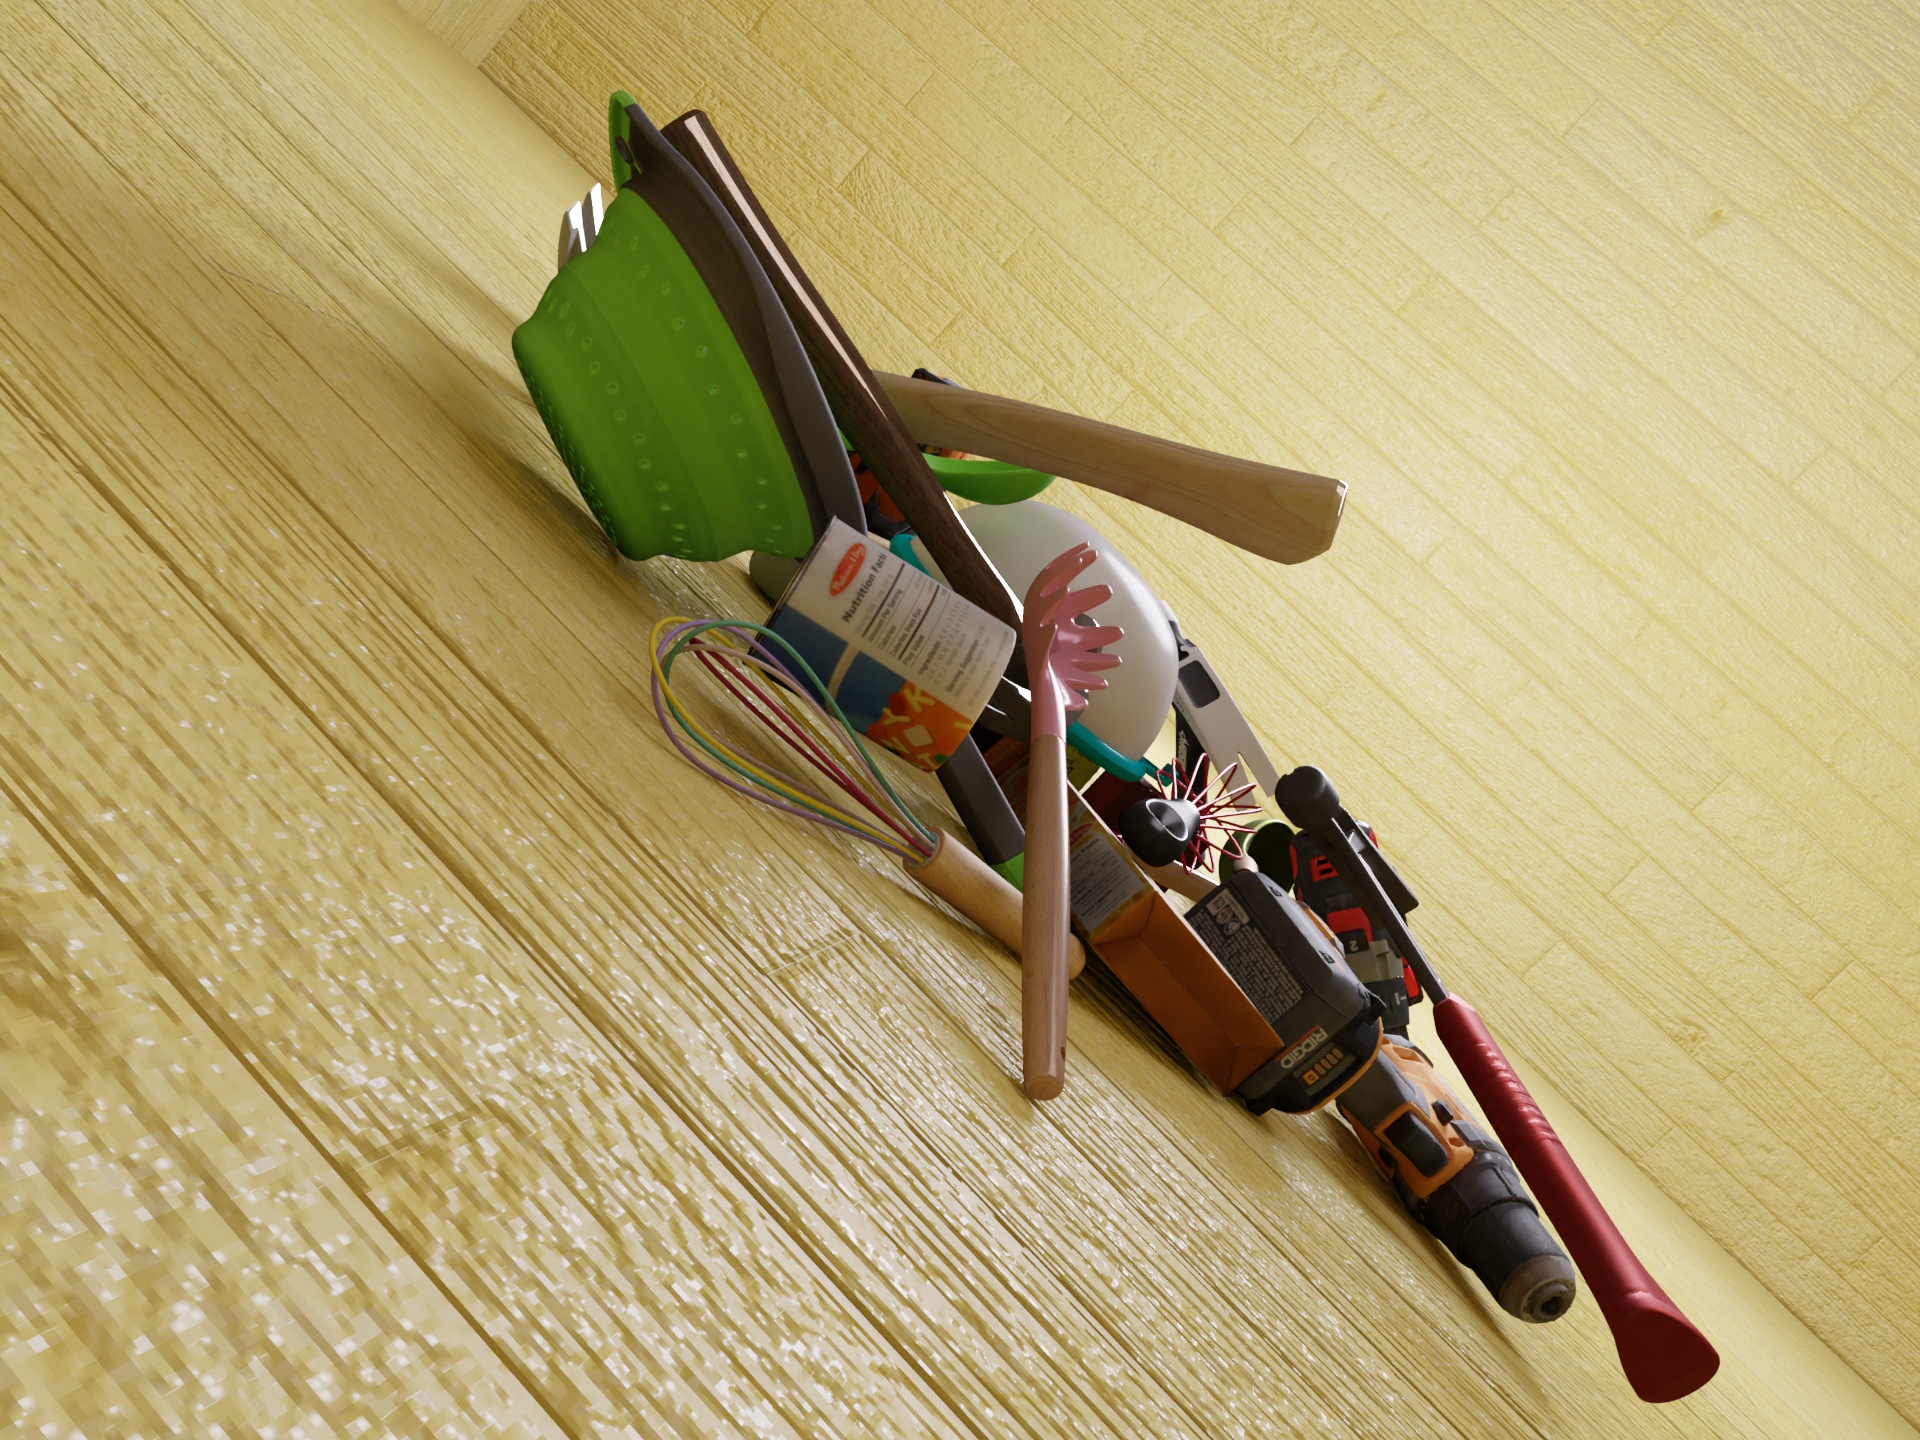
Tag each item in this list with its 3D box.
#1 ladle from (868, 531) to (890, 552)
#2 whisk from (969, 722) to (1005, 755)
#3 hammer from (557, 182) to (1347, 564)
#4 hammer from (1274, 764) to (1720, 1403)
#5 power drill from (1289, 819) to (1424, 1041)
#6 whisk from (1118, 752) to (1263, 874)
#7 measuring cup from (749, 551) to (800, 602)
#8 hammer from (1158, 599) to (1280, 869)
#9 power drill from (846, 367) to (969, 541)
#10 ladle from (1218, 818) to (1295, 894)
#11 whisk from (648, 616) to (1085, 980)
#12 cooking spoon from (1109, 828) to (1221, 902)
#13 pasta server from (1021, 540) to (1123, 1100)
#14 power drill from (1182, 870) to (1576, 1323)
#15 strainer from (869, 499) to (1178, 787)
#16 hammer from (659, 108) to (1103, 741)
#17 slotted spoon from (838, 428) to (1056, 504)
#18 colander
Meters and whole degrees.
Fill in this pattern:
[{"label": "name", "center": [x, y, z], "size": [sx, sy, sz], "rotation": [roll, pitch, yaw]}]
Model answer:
[{"label": "ladle", "center": [-0.054, -0.115, 1.067], "size": [0.315, 0.069, 0.031], "rotation": [21, 14, -29]}, {"label": "whisk", "center": [0.000, -0.003, 0.920], "size": [0.238, 0.055, 0.055], "rotation": [42, 6, -44]}, {"label": "hammer", "center": [-0.012, -0.159, 0.793], "size": [0.411, 0.038, 0.146], "rotation": [16, -41, 14]}, {"label": "hammer", "center": [0.261, 0.172, 0.795], "size": [0.149, 0.036, 0.359], "rotation": [47, 14, -35]}, {"label": "power drill", "center": [0.282, 0.173, 1.119], "size": [0.226, 0.080, 0.188], "rotation": [34, 45, -72]}, {"label": "whisk", "center": [0.118, 0.052, 0.840], "size": [0.073, 0.073, 0.295], "rotation": [45, 10, 11]}, {"label": "measuring cup", "center": [-0.117, -0.102, 0.920], "size": [0.168, 0.038, 0.083], "rotation": [36, 5, 25]}, {"label": "hammer", "center": [0.170, 0.046, 1.155], "size": [0.146, 0.035, 0.334], "rotation": [59, -6, 23]}, {"label": "power drill", "center": [-0.113, -0.199, 1.085], "size": [0.226, 0.164, 0.084], "rotation": [28, 11, -12]}, {"label": "ladle", "center": [0.212, 0.107, 1.122], "size": [0.062, 0.078, 0.320], "rotation": [17, 0, 10]}, {"label": "whisk", "center": [-0.027, 0.035, 0.604], "size": [0.244, 0.051, 0.047], "rotation": [41, 2, -36]}, {"label": "cooking spoon", "center": [0.110, 0.084, 0.944], "size": [0.318, 0.017, 0.069], "rotation": [27, 11, -28]}, {"label": "pasta server", "center": [0.042, 0.026, 0.644], "size": [0.316, 0.040, 0.060], "rotation": [-85, 154, -54]}, {"label": "power drill", "center": [0.213, 0.197, 0.811], "size": [0.226, 0.084, 0.186], "rotation": [44, 8, -29]}, {"label": "strainer", "center": [0.036, -0.081, 0.909], "size": [0.211, 0.095, 0.340], "rotation": [49, 10, 26]}, {"label": "hammer", "center": [-0.037, -0.129, 0.741], "size": [0.331, 0.031, 0.130], "rotation": [55, 30, -17]}, {"label": "slotted spoon", "center": [-0.096, -0.167, 0.897], "size": [0.314, 0.031, 0.070], "rotation": [16, 18, 11]}, {"label": "colander", "center": [-0.089, -0.065, 0.692], "size": [0.397, 0.094, 0.204], "rotation": [61, -12, -1]}]
